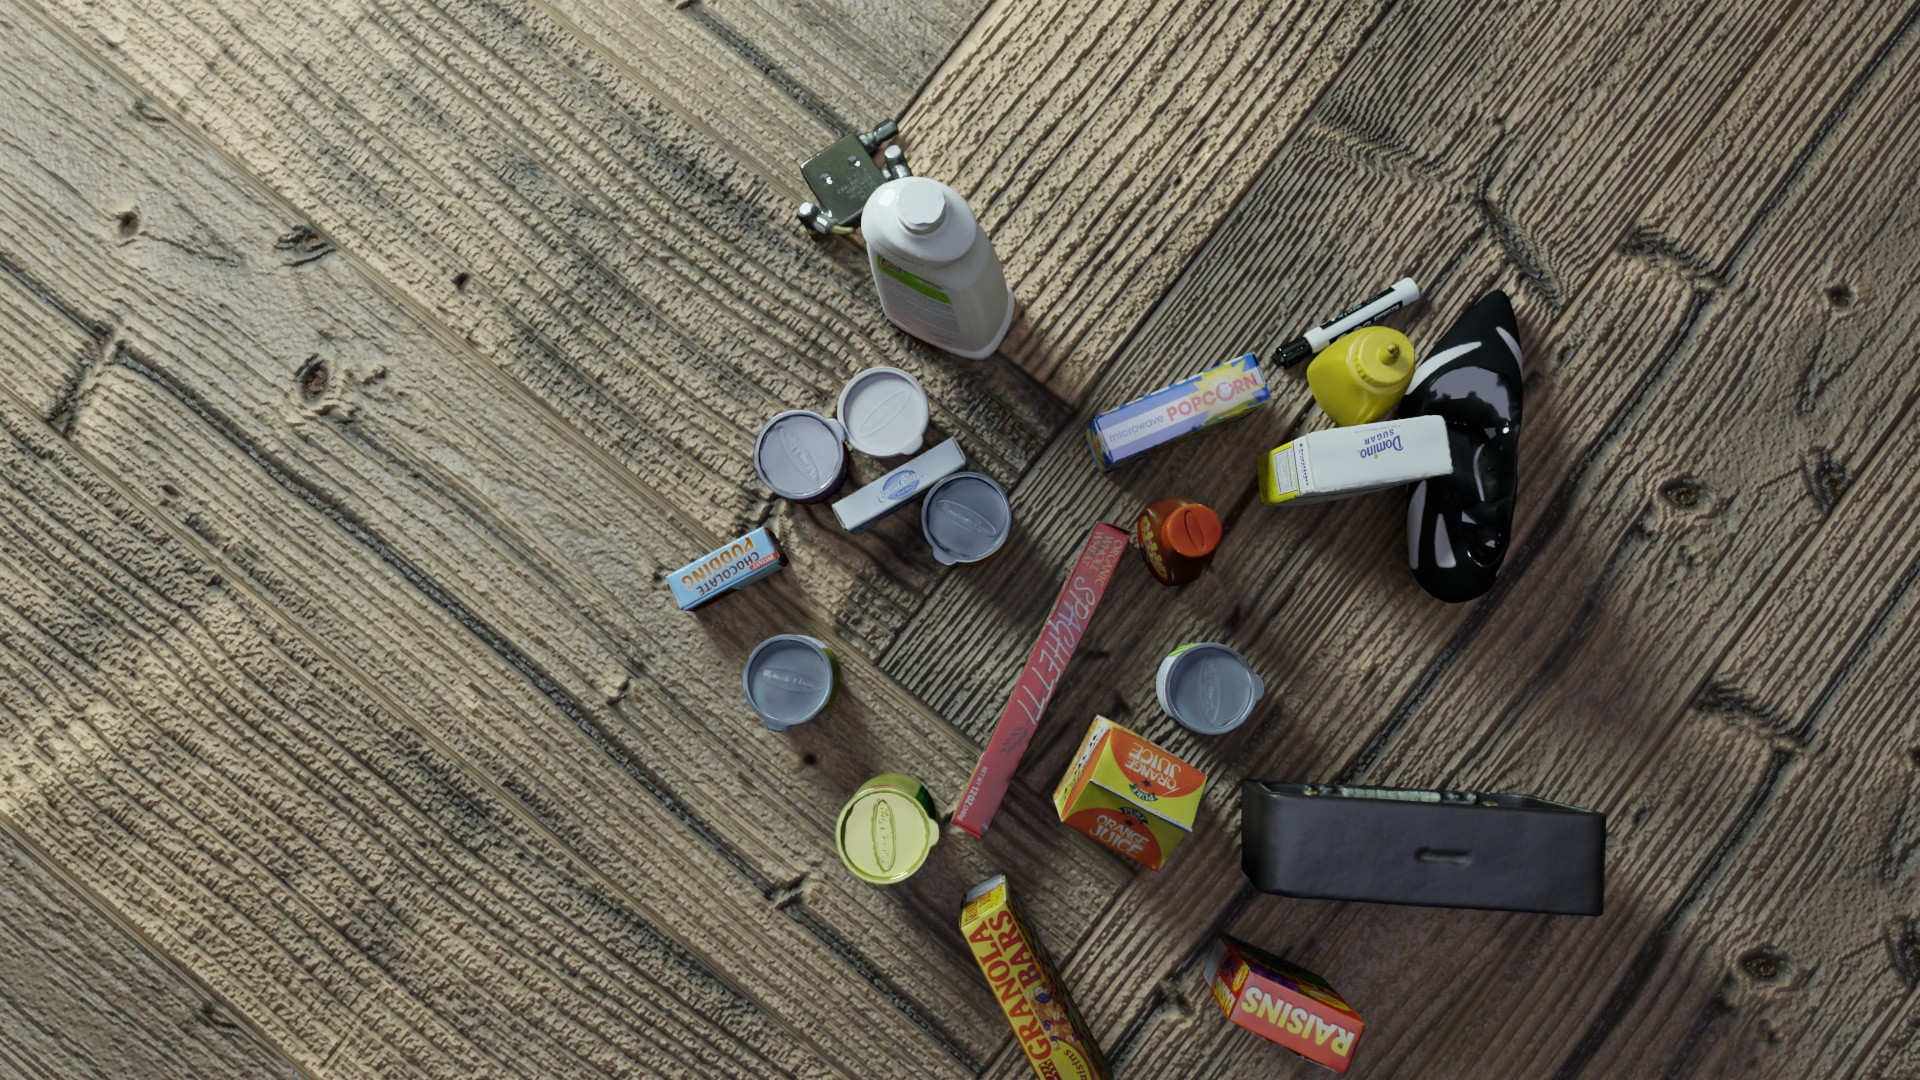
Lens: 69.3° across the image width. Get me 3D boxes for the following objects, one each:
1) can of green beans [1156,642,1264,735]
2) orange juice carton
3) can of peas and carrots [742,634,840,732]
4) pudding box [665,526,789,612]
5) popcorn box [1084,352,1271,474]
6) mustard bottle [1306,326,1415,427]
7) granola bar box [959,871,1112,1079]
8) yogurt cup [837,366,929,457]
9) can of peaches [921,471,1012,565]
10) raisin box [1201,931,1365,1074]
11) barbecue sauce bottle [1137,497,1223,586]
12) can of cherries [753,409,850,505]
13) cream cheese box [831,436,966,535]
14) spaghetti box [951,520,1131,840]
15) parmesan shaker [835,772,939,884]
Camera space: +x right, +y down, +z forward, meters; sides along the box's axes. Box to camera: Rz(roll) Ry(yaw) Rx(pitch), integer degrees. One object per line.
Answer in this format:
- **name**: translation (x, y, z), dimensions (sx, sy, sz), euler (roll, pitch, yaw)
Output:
- **can of green beans**: translation (0.180, 0.108, 1.023), dimensions (0.071, 0.058, 0.071), euler (0, 86, 1)
- **orange juice carton**: translation (0.114, 0.171, 0.951), dimensions (0.072, 0.192, 0.073), euler (28, 87, 3)
- **can of peas and carrots**: translation (-0.124, 0.105, 1.028), dimensions (0.071, 0.058, 0.071), euler (0, 86, 1)
- **pudding box**: translation (-0.174, 0.023, 1.040), dimensions (0.084, 0.049, 0.030), euler (-28, 86, -1)
- **popcorn box**: translation (0.158, -0.092, 1.026), dimensions (0.127, 0.085, 0.038), euler (-22, 86, -1)
- **mustard bottle**: translation (0.291, -0.120, 0.988), dimensions (0.049, 0.160, 0.065), euler (-35, 86, -1)
- **granola bar box**: translation (0.054, 0.324, 0.974), dimensions (0.039, 0.124, 0.165), euler (-29, 86, -1)
- **yogurt cup**: translation (-0.056, -0.093, 1.046), dimensions (0.072, 0.054, 0.072), euler (0, 86, 1)
- **can of peaches**: translation (0.004, -0.013, 1.036), dimensions (0.071, 0.058, 0.071), euler (0, 86, 1)
- **raisin box**: translation (0.222, 0.321, 0.972), dimensions (0.086, 0.123, 0.040), euler (25, 87, 3)
- **barbecue sauce bottle**: translation (0.156, -0.002, 0.987), dimensions (0.044, 0.148, 0.065), euler (-19, 86, 0)
- **can of cherries**: translation (-0.115, -0.062, 1.042), dimensions (0.071, 0.058, 0.071), euler (0, 86, 1)
- **cream cheese box**: translation (-0.044, -0.040, 1.041), dimensions (0.104, 0.053, 0.024), euler (-30, 86, -1)
- **spaghetti box**: translation (0.060, 0.100, 1.030), dimensions (0.029, 0.050, 0.250), euler (26, 86, 3)
- **parmesan shaker**: translation (-0.049, 0.205, 0.996), dimensions (0.071, 0.103, 0.071), euler (0, 86, 1)
